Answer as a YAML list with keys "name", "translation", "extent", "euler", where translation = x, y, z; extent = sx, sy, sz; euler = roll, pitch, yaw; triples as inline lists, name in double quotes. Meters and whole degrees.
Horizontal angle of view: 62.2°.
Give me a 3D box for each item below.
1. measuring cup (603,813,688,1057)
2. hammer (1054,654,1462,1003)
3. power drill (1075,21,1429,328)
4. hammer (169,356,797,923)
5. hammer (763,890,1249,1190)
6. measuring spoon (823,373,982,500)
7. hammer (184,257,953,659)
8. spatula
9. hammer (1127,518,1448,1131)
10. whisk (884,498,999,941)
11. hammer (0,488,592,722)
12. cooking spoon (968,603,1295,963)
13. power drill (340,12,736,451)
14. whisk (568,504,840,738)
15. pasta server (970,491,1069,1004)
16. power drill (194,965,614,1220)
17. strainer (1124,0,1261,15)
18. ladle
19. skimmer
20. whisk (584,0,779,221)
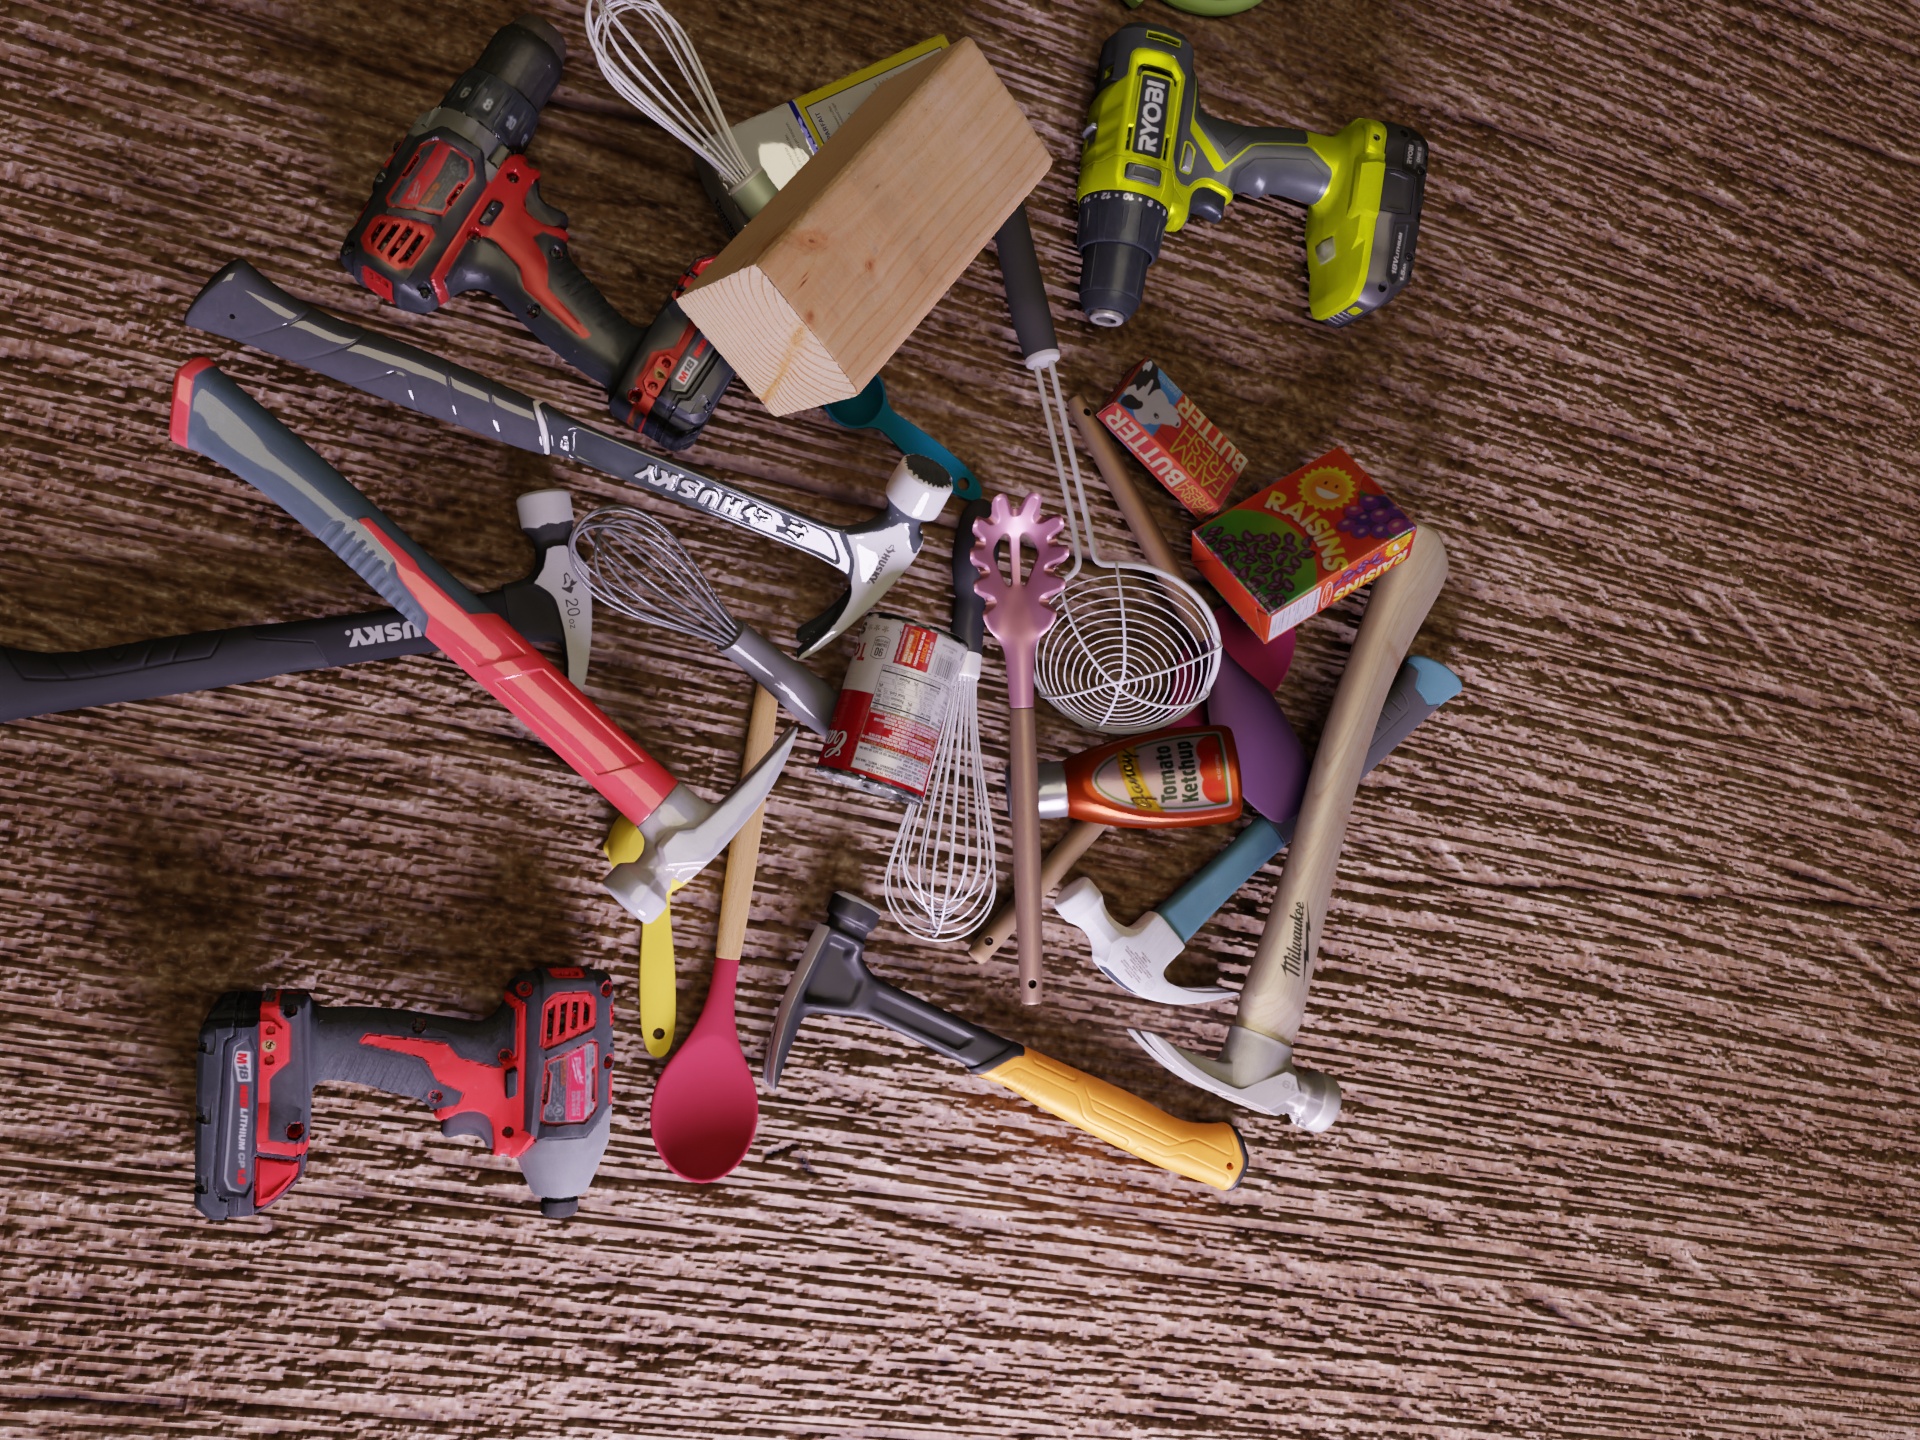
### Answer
- name: "measuring cup"
  translation: [-0.181, 0.126, 0.956]
  extent: [0.062, 0.029, 0.156]
  euler: [-1, 88, -18]
- name: "hammer"
  translation: [0.221, 0.066, 1.087]
  extent: [0.331, 0.033, 0.128]
  euler: [-40, 100, -15]
- name: "power drill"
  translation: [0.186, -0.341, 1.063]
  extent: [0.228, 0.080, 0.190]
  euler: [10, 86, -15]
- name: "hammer"
  translation: [-0.270, -0.065, 0.892]
  extent: [0.386, 0.038, 0.143]
  euler: [44, 75, -11]
- name: "hammer"
  translation: [0.040, 0.235, 1.024]
  extent: [0.336, 0.034, 0.127]
  euler: [27, 80, -16]
- name: "measuring spoon"
  translation: [-0.038, -0.181, 1.021]
  extent: [0.128, 0.021, 0.042]
  euler: [36, 78, -23]
- name: "hammer"
  translation: [-0.216, -0.153, 0.890]
  extent: [0.408, 0.036, 0.149]
  euler: [20, 125, -21]
- name: "spatula"
  translation: [0.149, -0.075, 1.059]
  extent: [0.060, 0.018, 0.316]
  euler: [-29, 91, -19]
- name: "hammer"
  translation: [0.235, 0.049, 1.047]
  extent: [0.146, 0.038, 0.411]
  euler: [25, 75, -18]
- name: "whisk"
  translation: [-0.003, -0.003, 1.006]
  extent: [0.070, 0.070, 0.285]
  euler: [9, 81, -18]
- name: "hammer"
  translation: [-0.374, -0.036, 0.896]
  extent: [0.334, 0.035, 0.146]
  euler: [-11, 91, -18]
- name: "cooking spoon"
  translation: [0.114, 0.039, 1.060]
  extent: [0.069, 0.017, 0.319]
  euler: [42, 77, 2]
- name: "power drill"
  translation: [-0.219, -0.285, 0.933]
  extent: [0.226, 0.080, 0.188]
  euler: [30, 80, -12]
- name: "whisk"
  translation: [-0.136, -0.047, 0.936]
  extent: [0.238, 0.055, 0.055]
  euler: [40, 77, -36]
- name: "pasta server"
  translation: [0.039, 0.019, 0.985]
  extent: [0.060, 0.040, 0.316]
  euler: [-2, 91, -2]
- name: "power drill"
  translation: [-0.306, 0.214, 0.893]
  extent: [0.219, 0.078, 0.143]
  euler: [1, 89, -21]
- name: "strainer"
  translation: [0.166, -0.612, 1.065]
  extent: [0.151, 0.069, 0.256]
  euler: [-11, 94, -18]
- name: "ladle"
  translation: [-0.139, 0.119, 0.973]
  extent: [0.069, 0.031, 0.315]
  euler: [11, 83, -29]
- name: "skimmer"
  translation: [0.075, -0.171, 1.038]
  extent: [0.127, 0.090, 0.363]
  euler: [-16, 80, 20]
- name: "whisk"
  translation: [-0.130, -0.321, 0.927]
  extent: [0.246, 0.059, 0.058]
  euler: [50, 51, -22]
